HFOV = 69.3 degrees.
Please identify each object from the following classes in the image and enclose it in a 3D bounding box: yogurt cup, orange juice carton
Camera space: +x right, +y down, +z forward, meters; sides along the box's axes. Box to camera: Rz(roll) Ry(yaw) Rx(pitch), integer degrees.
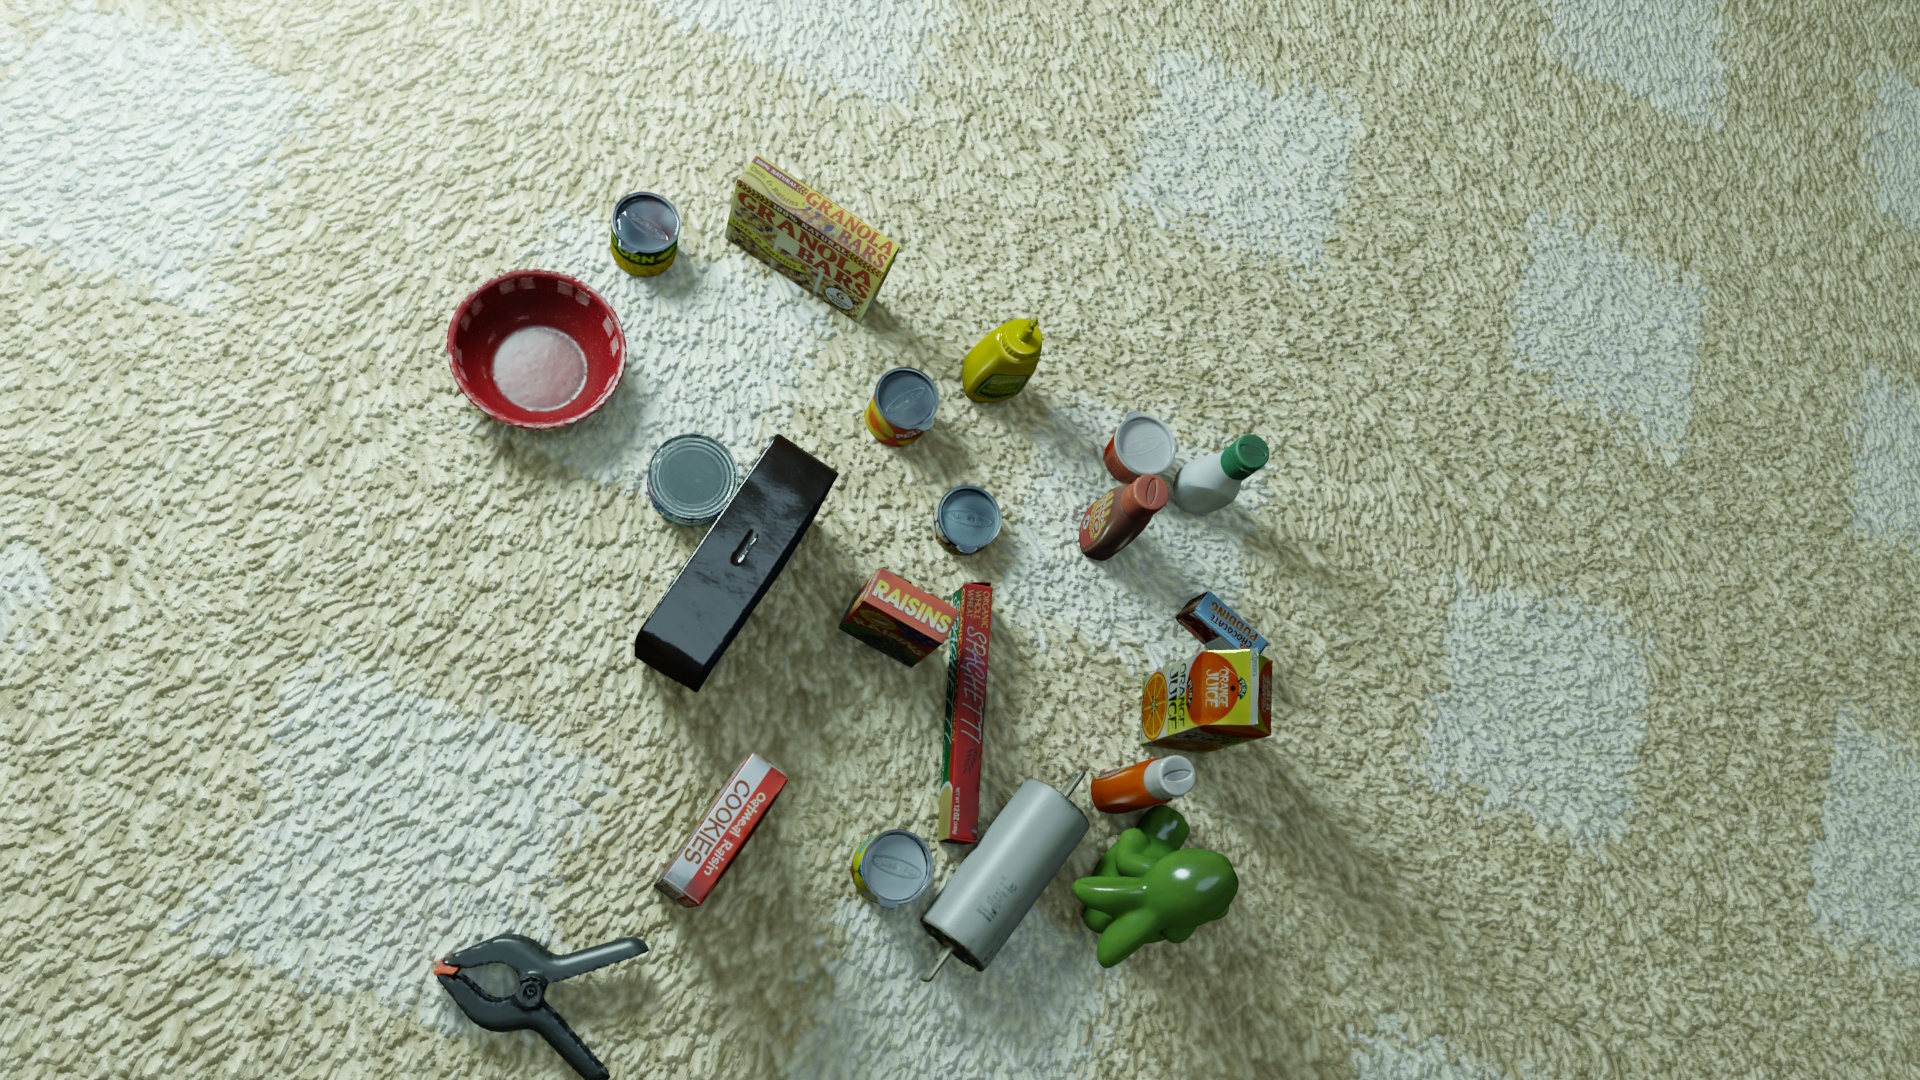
[{"bbox_3d":[0.185,-0.093,1.456,0.072,0.053,0.072,4,74,-14],"label":"yogurt cup"},{"bbox_3d":[0.241,0.154,1.325,0.073,0.192,0.072,9,73,-13],"label":"orange juice carton"}]

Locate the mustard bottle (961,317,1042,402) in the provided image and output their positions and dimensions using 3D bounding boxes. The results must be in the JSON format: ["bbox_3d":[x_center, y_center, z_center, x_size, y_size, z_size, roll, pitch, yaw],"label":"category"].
[{"bbox_3d":[0.047,-0.184,1.387,0.065,0.159,0.049,-1,75,-16],"label":"mustard bottle"}]

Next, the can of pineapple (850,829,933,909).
[{"bbox_3d":[-0.064,0.301,1.270,0.071,0.057,0.071,4,74,-14],"label":"can of pineapple"}]

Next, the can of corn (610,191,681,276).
[{"bbox_3d":[-0.314,-0.300,1.375,0.071,0.058,0.071,4,74,-14],"label":"can of corn"}]

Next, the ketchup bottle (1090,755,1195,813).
[{"bbox_3d":[0.176,0.230,1.309,0.065,0.148,0.043,-8,77,-17],"label":"ketchup bottle"}]

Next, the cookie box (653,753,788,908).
[{"bbox_3d":[-0.207,0.251,1.186,0.040,0.167,0.123,36,69,-4],"label":"cookie box"}]

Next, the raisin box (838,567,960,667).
[{"bbox_3d":[-0.059,0.074,1.302,0.086,0.123,0.040,30,69,-6],"label":"raisin box"}]

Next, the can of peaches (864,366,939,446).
[{"bbox_3d":[-0.059,-0.132,1.397,0.071,0.058,0.071,4,74,-14],"label":"can of peaches"}]

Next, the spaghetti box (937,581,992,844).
[{"bbox_3d":[0.004,0.163,1.333,0.029,0.050,0.250,8,72,-13],"label":"spaghetti box"}]

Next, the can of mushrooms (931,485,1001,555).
[{"bbox_3d":[0.005,-0.017,1.395,0.071,0.033,0.071,4,73,-14],"label":"can of mushrooms"}]

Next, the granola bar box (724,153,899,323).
[{"bbox_3d":[-0.149,-0.299,1.385,0.165,0.124,0.039,32,69,-5],"label":"granola bar box"}]

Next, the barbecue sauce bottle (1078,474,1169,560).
[{"bbox_3d":[0.162,-0.027,1.380,0.044,0.148,0.065,17,71,-10],"label":"barbecue sauce bottle"}]

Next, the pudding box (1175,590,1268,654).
[{"bbox_3d":[0.268,0.093,1.428,0.084,0.049,0.030,41,68,-1],"label":"pudding box"}]

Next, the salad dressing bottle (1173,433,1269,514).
[{"bbox_3d":[0.267,-0.068,1.421,0.064,0.147,0.044,19,71,-10],"label":"salad dressing bottle"}]
